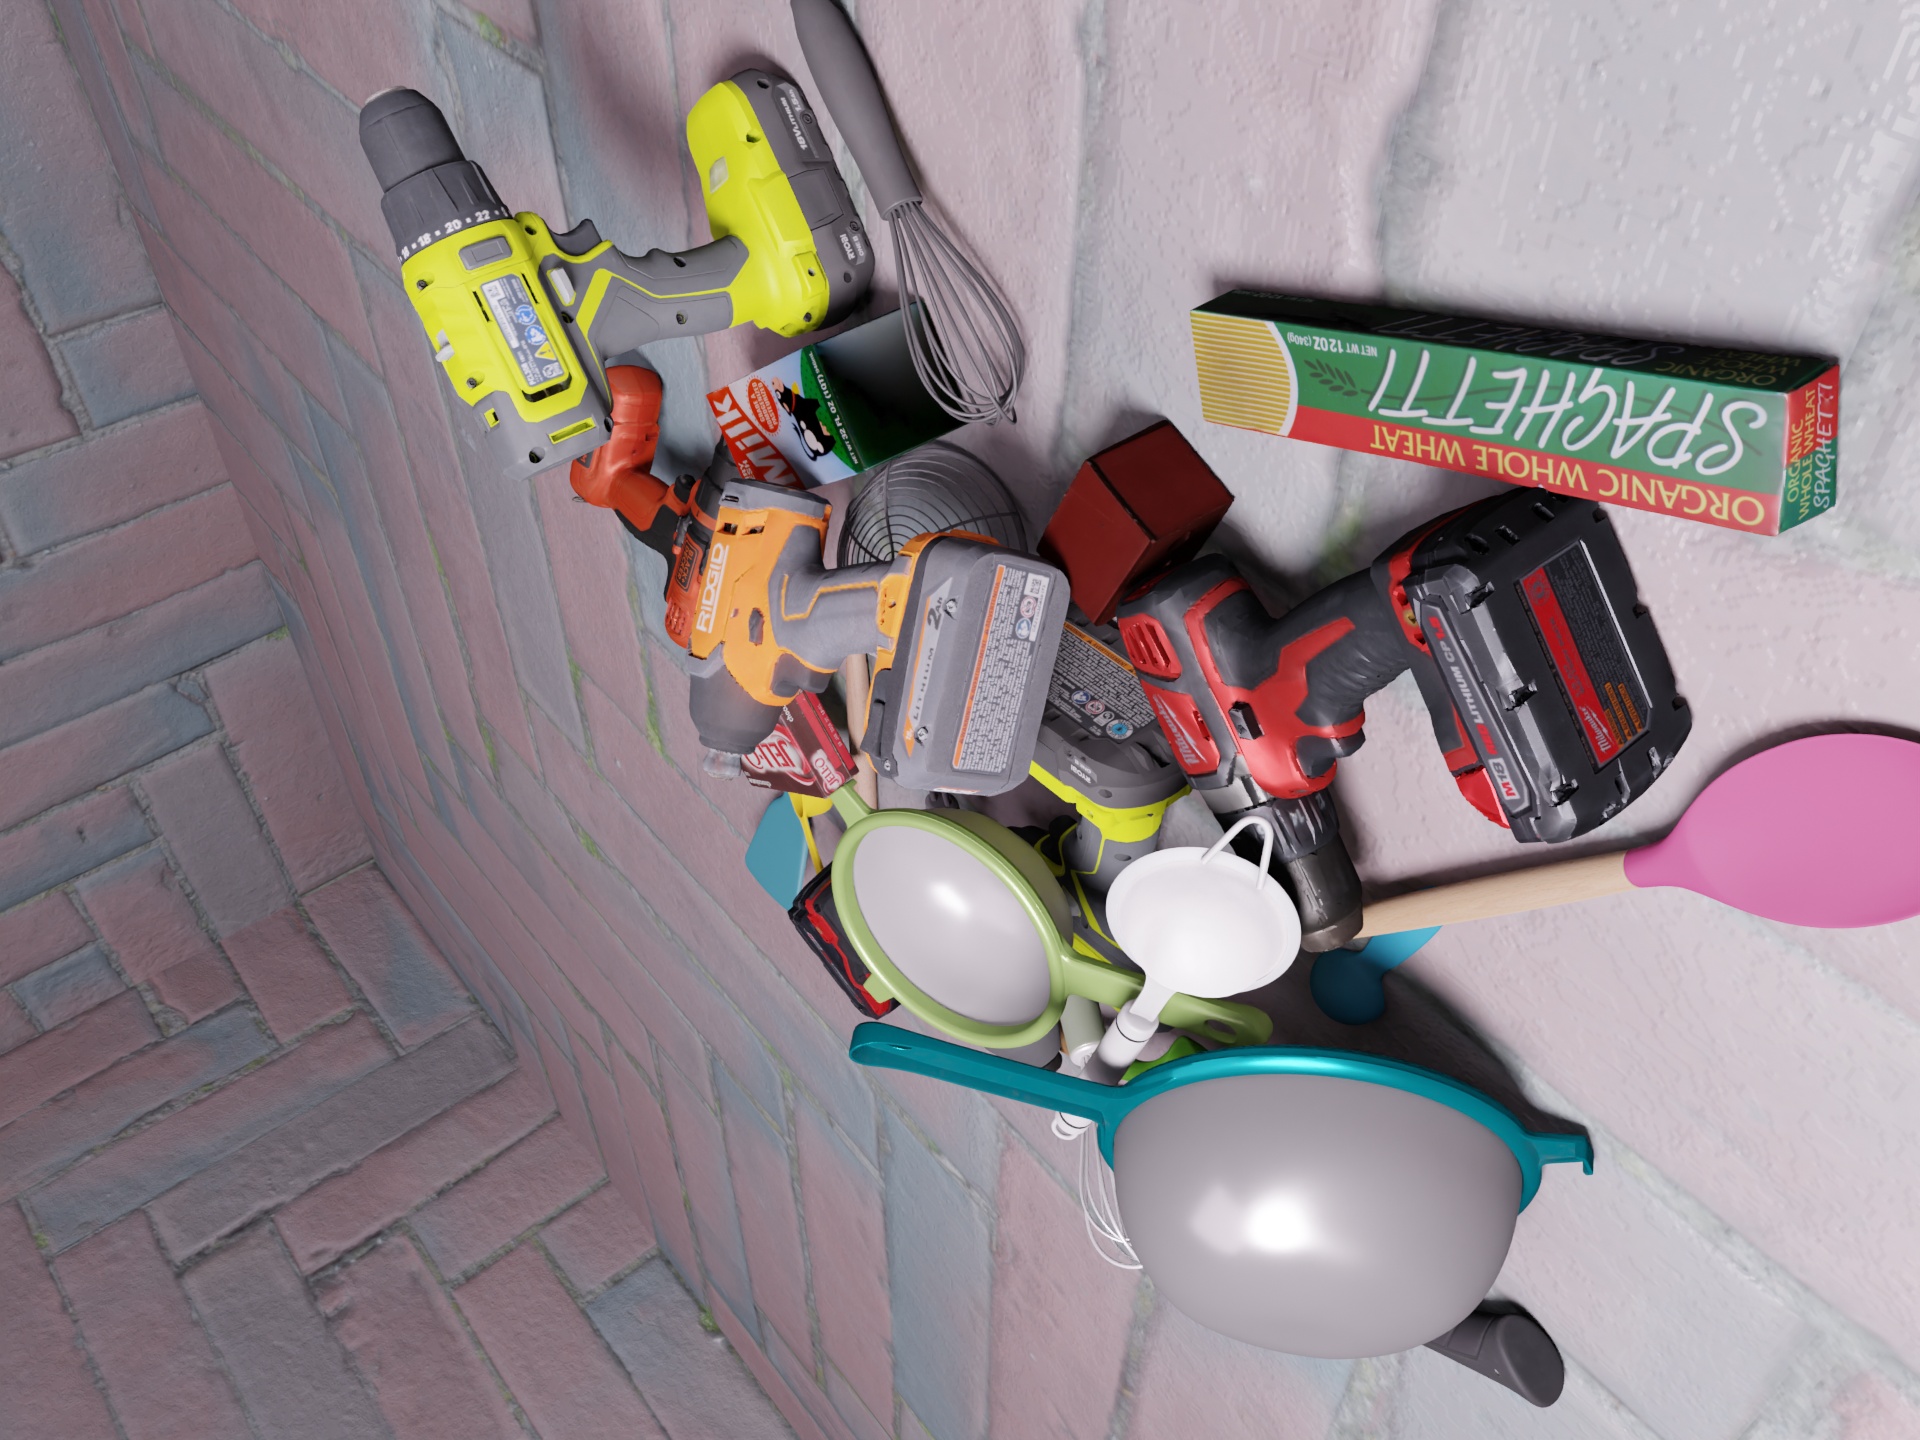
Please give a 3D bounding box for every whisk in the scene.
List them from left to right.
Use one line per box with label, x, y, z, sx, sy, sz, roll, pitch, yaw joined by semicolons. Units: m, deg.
whisk;-0.027;-0.251;0.777;0.055;0.055;0.239;-24;91;62
whisk;0.079;0.203;0.931;0.059;0.058;0.247;35;-150;-41

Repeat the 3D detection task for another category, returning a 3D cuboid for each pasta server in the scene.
pasta server;-0.077;0.068;1.168;0.060;0.040;0.316;-105;11;-48

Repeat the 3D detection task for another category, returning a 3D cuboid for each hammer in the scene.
hammer;0.208;0.325;0.942;0.335;0.035;0.146;6;120;57

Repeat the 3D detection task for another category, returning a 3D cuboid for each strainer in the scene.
strainer;0.052;0.109;0.831;0.256;0.069;0.151;15;128;31
strainer;0.087;0.139;0.748;0.087;0.050;0.258;24;136;2
strainer;0.105;0.225;0.742;0.340;0.095;0.211;17;141;-8

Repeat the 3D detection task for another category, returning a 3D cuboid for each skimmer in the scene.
skimmer;-0.002;-0.003;0.982;0.127;0.090;0.362;28;150;28

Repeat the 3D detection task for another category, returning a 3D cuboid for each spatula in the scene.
spatula;-0.153;0.009;1.233;0.082;0.044;0.317;38;145;42

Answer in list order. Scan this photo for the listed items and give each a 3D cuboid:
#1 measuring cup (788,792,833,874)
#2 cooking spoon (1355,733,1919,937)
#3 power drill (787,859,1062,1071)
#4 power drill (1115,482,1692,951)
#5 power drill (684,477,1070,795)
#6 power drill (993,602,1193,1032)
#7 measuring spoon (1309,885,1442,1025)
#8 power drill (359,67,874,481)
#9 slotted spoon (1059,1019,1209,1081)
measuring cup;-0.099;0.090;1.194;0.062;0.029;0.157;129;124;-70
cooking spoon;0.248;0.062;0.632;0.069;0.017;0.319;63;150;1
power drill;-0.017;0.164;1.074;0.143;0.078;0.220;56;158;-21
power drill;0.170;0.009;0.646;0.227;0.080;0.188;-12;105;60
power drill;-0.060;-0.030;0.809;0.227;0.084;0.164;18;97;46
power drill;0.064;0.054;0.880;0.171;0.080;0.223;38;148;35
measuring spoon;0.199;0.115;0.766;0.042;0.021;0.128;50;151;19
power drill;-0.176;-0.251;0.819;0.080;0.228;0.190;-5;112;60
slotted spoon;0.092;0.209;0.992;0.314;0.031;0.070;-179;81;-69
